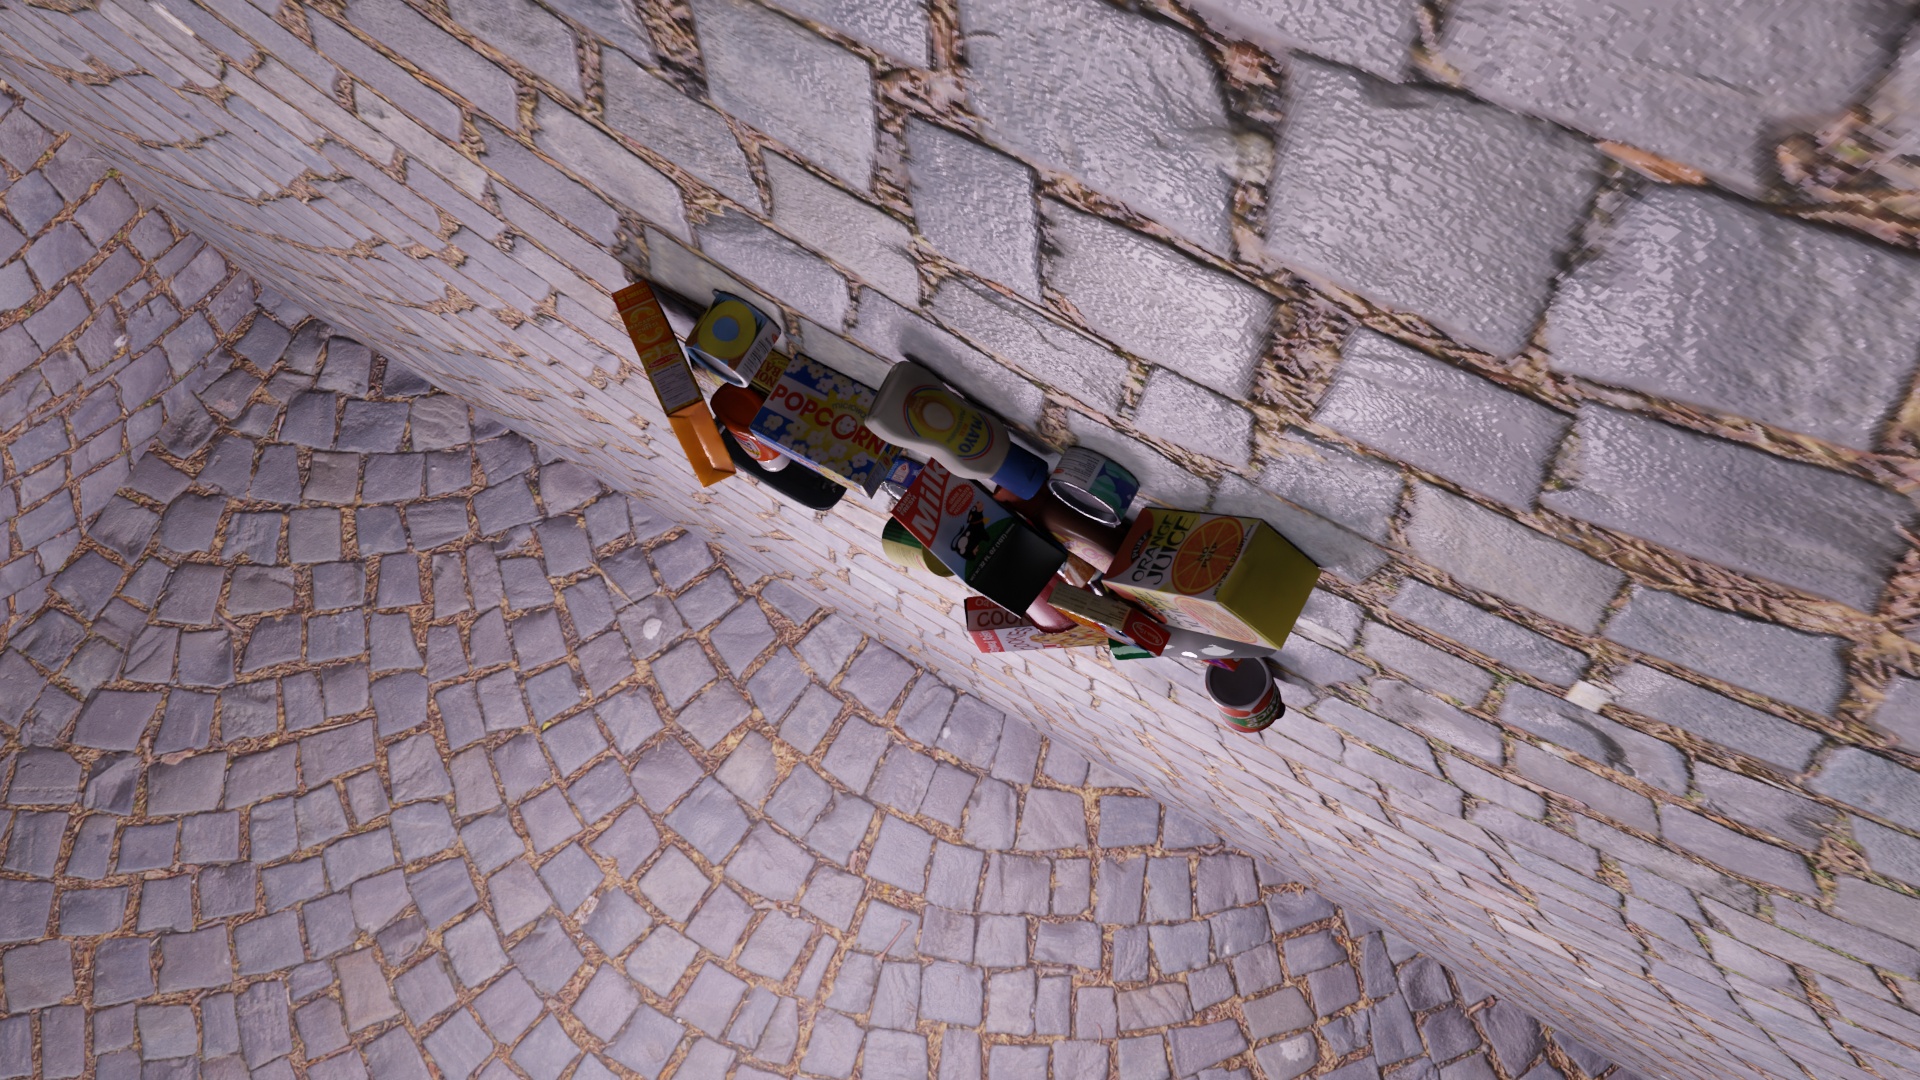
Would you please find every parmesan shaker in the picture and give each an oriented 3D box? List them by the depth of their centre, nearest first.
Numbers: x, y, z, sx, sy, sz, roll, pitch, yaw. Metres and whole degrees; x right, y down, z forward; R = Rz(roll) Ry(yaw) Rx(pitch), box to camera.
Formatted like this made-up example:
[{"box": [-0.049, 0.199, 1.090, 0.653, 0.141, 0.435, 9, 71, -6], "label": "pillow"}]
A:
[{"box": [-0.041, 0.000, 1.601, 0.071, 0.071, 0.103, 37, 168, -29], "label": "parmesan shaker"}]

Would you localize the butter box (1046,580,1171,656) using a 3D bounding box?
[{"box": [0.123, 0.064, 1.161, 0.053, 0.024, 0.103, 33, 172, -34], "label": "butter box"}]

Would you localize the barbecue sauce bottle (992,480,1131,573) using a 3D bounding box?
[{"box": [0.099, -0.014, 1.202, 0.148, 0.044, 0.064, 32, 166, -8], "label": "barbecue sauce bottle"}]

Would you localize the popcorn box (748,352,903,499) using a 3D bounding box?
[{"box": [-0.115, -0.104, 1.256, 0.127, 0.085, 0.038, 28, 168, 16], "label": "popcorn box"}]

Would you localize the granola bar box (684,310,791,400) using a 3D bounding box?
[{"box": [-0.207, -0.158, 1.380, 0.124, 0.039, 0.165, 30, 170, -2], "label": "granola bar box"}]

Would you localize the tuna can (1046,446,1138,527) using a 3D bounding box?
[{"box": [0.105, -0.041, 1.087, 0.071, 0.033, 0.071, 29, 169, 6], "label": "tuna can"}]

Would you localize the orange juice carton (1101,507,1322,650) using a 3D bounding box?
[{"box": [0.181, 0.025, 1.087, 0.073, 0.072, 0.192, 36, 168, -26], "label": "orange juice carton"}]

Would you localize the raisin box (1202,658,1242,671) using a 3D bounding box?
[{"box": [0.210, 0.079, 1.350, 0.086, 0.040, 0.123, 38, 168, -33], "label": "raisin box"}]

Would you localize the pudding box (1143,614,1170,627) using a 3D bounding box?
[{"box": [0.188, 0.047, 1.176, 0.083, 0.030, 0.049, -15, 147, 23], "label": "pudding box"}]

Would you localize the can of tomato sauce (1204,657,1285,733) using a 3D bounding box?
[{"box": [0.288, 0.153, 1.404, 0.071, 0.071, 0.083, 25, 167, 28], "label": "can of tomato sauce"}]

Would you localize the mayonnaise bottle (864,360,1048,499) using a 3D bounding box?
[{"box": [0.000, -0.083, 1.111, 0.148, 0.065, 0.041, 29, 166, -15], "label": "mayonnaise bottle"}]

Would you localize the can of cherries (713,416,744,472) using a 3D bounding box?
[{"box": [-0.259, -0.122, 1.622, 0.058, 0.071, 0.071, 35, 168, -22], "label": "can of cherries"}]

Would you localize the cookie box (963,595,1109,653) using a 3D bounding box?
[{"box": [0.094, 0.084, 1.472, 0.167, 0.040, 0.122, -4, 164, 6], "label": "cookie box"}]

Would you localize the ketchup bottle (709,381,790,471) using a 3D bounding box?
[{"box": [-0.199, -0.107, 1.366, 0.065, 0.043, 0.148, 39, 173, 13], "label": "ketchup bottle"}]

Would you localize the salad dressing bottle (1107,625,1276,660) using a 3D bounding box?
[{"box": [0.202, 0.082, 1.215, 0.147, 0.064, 0.044, -7, 106, 33], "label": "salad dressing bottle"}]

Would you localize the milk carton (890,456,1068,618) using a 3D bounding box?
[{"box": [0.004, -0.016, 1.256, 0.073, 0.072, 0.191, 33, -174, -42], "label": "milk carton"}]

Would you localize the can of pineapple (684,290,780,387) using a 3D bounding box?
[{"box": [-0.203, -0.178, 1.227, 0.071, 0.058, 0.071, 29, 169, 6], "label": "can of pineapple"}]

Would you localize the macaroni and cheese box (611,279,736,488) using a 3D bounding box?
[{"box": [-0.273, -0.150, 1.329, 0.167, 0.040, 0.123, 61, 171, 30], "label": "macaroni and cheese box"}]
